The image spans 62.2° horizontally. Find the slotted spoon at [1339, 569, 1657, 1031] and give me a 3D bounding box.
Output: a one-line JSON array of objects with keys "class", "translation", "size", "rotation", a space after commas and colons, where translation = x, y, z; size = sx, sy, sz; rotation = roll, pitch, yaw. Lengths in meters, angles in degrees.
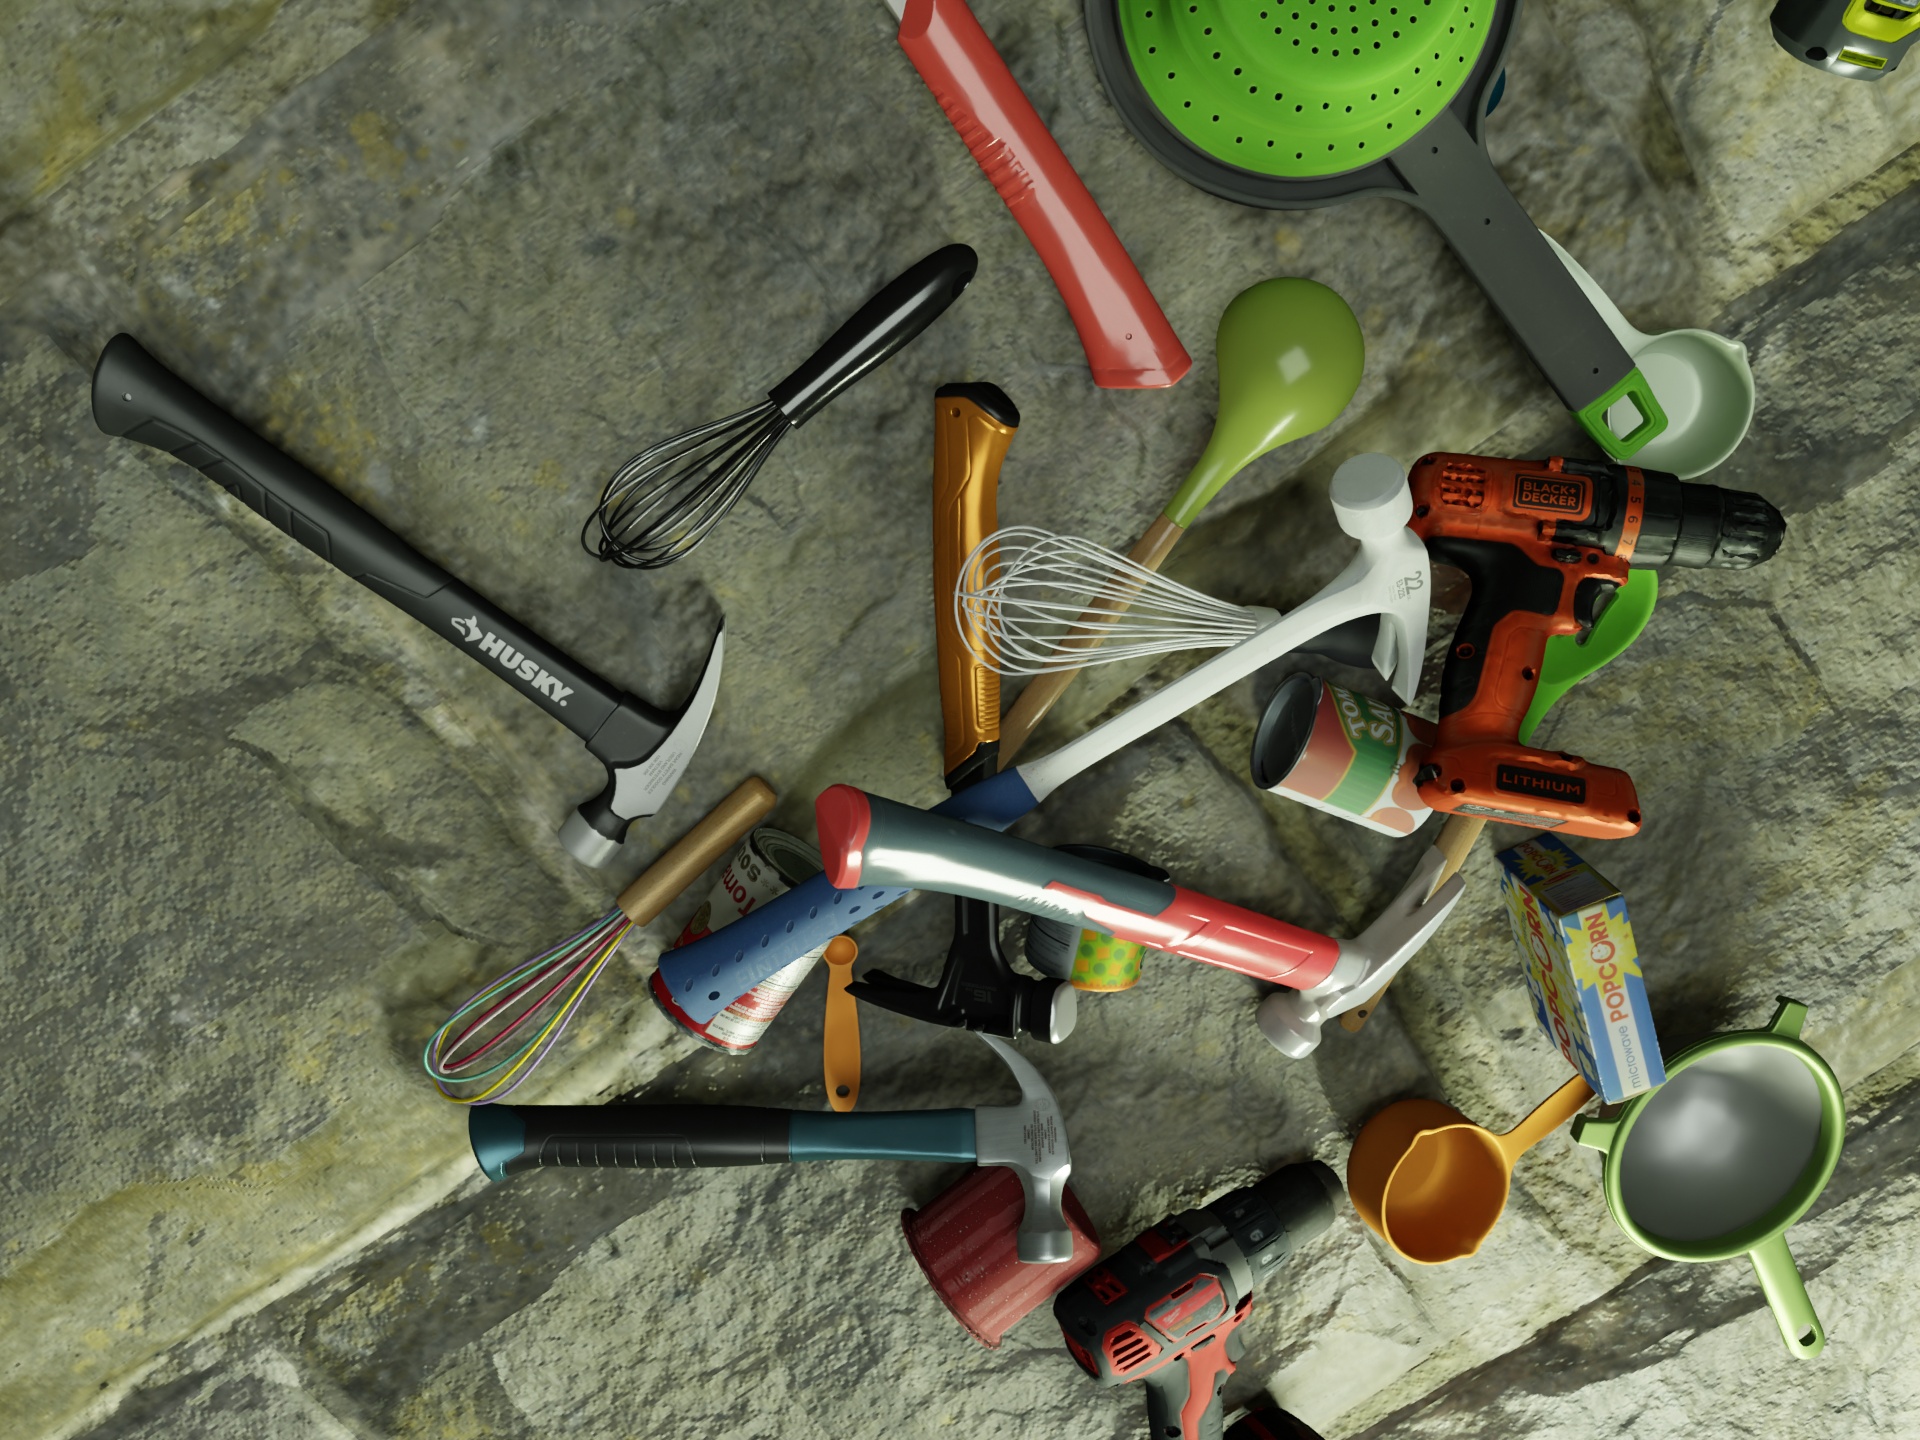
[{"class": "slotted spoon", "translation": [0.288, 0.041, 0.886], "size": [0.070, 0.031, 0.313], "rotation": [21, 106, -12]}]

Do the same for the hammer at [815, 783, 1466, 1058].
[{"class": "hammer", "translation": [0.096, 0.081, 0.776], "size": [0.386, 0.038, 0.143], "rotation": [21, 117, -39]}]

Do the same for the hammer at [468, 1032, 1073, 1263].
[{"class": "hammer", "translation": [-0.105, 0.228, 0.869], "size": [0.331, 0.033, 0.128], "rotation": [-1, 74, 4]}]

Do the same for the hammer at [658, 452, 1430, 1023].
[{"class": "hammer", "translation": [0.044, 0.029, 0.754], "size": [0.405, 0.035, 0.143], "rotation": [-31, 137, 2]}]

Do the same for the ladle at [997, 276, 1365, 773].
[{"class": "ladle", "translation": [0.093, -0.086, 0.822], "size": [0.078, 0.062, 0.320], "rotation": [33, 108, -12]}]

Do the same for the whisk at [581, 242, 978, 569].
[{"class": "whisk", "translation": [-0.087, -0.153, 0.773], "size": [0.239, 0.055, 0.055], "rotation": [-39, 108, 2]}]

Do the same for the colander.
[{"class": "colander", "translation": [0.212, -0.274, 0.719], "size": [0.204, 0.094, 0.397], "rotation": [-39, 102, 10]}]

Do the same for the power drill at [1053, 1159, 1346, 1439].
[{"class": "power drill", "translation": [0.169, 0.385, 0.948], "size": [0.188, 0.080, 0.226], "rotation": [-26, 109, -17]}]

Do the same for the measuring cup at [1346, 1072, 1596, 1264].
[{"class": "measuring cup", "translation": [0.306, 0.245, 0.944], "size": [0.173, 0.052, 0.095], "rotation": [-32, 110, -13]}]

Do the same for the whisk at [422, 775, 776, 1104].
[{"class": "whisk", "translation": [-0.195, 0.114, 0.850], "size": [0.245, 0.047, 0.051], "rotation": [-42, 119, 3]}]

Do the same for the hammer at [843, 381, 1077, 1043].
[{"class": "hammer", "translation": [-0.001, -0.003, 0.820], "size": [0.127, 0.034, 0.337], "rotation": [5, 103, 27]}]

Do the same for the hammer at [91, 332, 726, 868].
[{"class": "hammer", "translation": [-0.269, -0.074, 0.783], "size": [0.334, 0.035, 0.146], "rotation": [37, 101, -15]}]

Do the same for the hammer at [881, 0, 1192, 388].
[{"class": "hammer", "translation": [0.007, -0.310, 0.737], "size": [0.149, 0.037, 0.359], "rotation": [-36, 107, 6]}]

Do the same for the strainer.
[{"class": "strainer", "translation": [0.460, 0.280, 0.959], "size": [0.151, 0.069, 0.256], "rotation": [-31, 111, 0]}]

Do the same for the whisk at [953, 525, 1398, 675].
[{"class": "whisk", "translation": [0.122, -0.048, 0.793], "size": [0.284, 0.070, 0.070], "rotation": [4, 108, -28]}]

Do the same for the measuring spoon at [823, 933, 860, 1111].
[{"class": "measuring spoon", "translation": [-0.067, 0.171, 0.898], "size": [0.021, 0.011, 0.116], "rotation": [-1, 111, -4]}]

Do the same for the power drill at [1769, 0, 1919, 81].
[{"class": "power drill", "translation": [0.518, -0.377, 0.722], "size": [0.228, 0.080, 0.190], "rotation": [9, 133, -10]}]

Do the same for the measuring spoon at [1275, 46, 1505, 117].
[{"class": "measuring spoon", "translation": [0.204, -0.302, 0.767], "size": [0.128, 0.021, 0.042], "rotation": [-10, 108, -5]}]

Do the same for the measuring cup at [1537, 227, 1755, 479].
[{"class": "measuring cup", "translation": [0.330, -0.193, 0.811], "size": [0.167, 0.038, 0.083], "rotation": [41, 100, -11]}]
